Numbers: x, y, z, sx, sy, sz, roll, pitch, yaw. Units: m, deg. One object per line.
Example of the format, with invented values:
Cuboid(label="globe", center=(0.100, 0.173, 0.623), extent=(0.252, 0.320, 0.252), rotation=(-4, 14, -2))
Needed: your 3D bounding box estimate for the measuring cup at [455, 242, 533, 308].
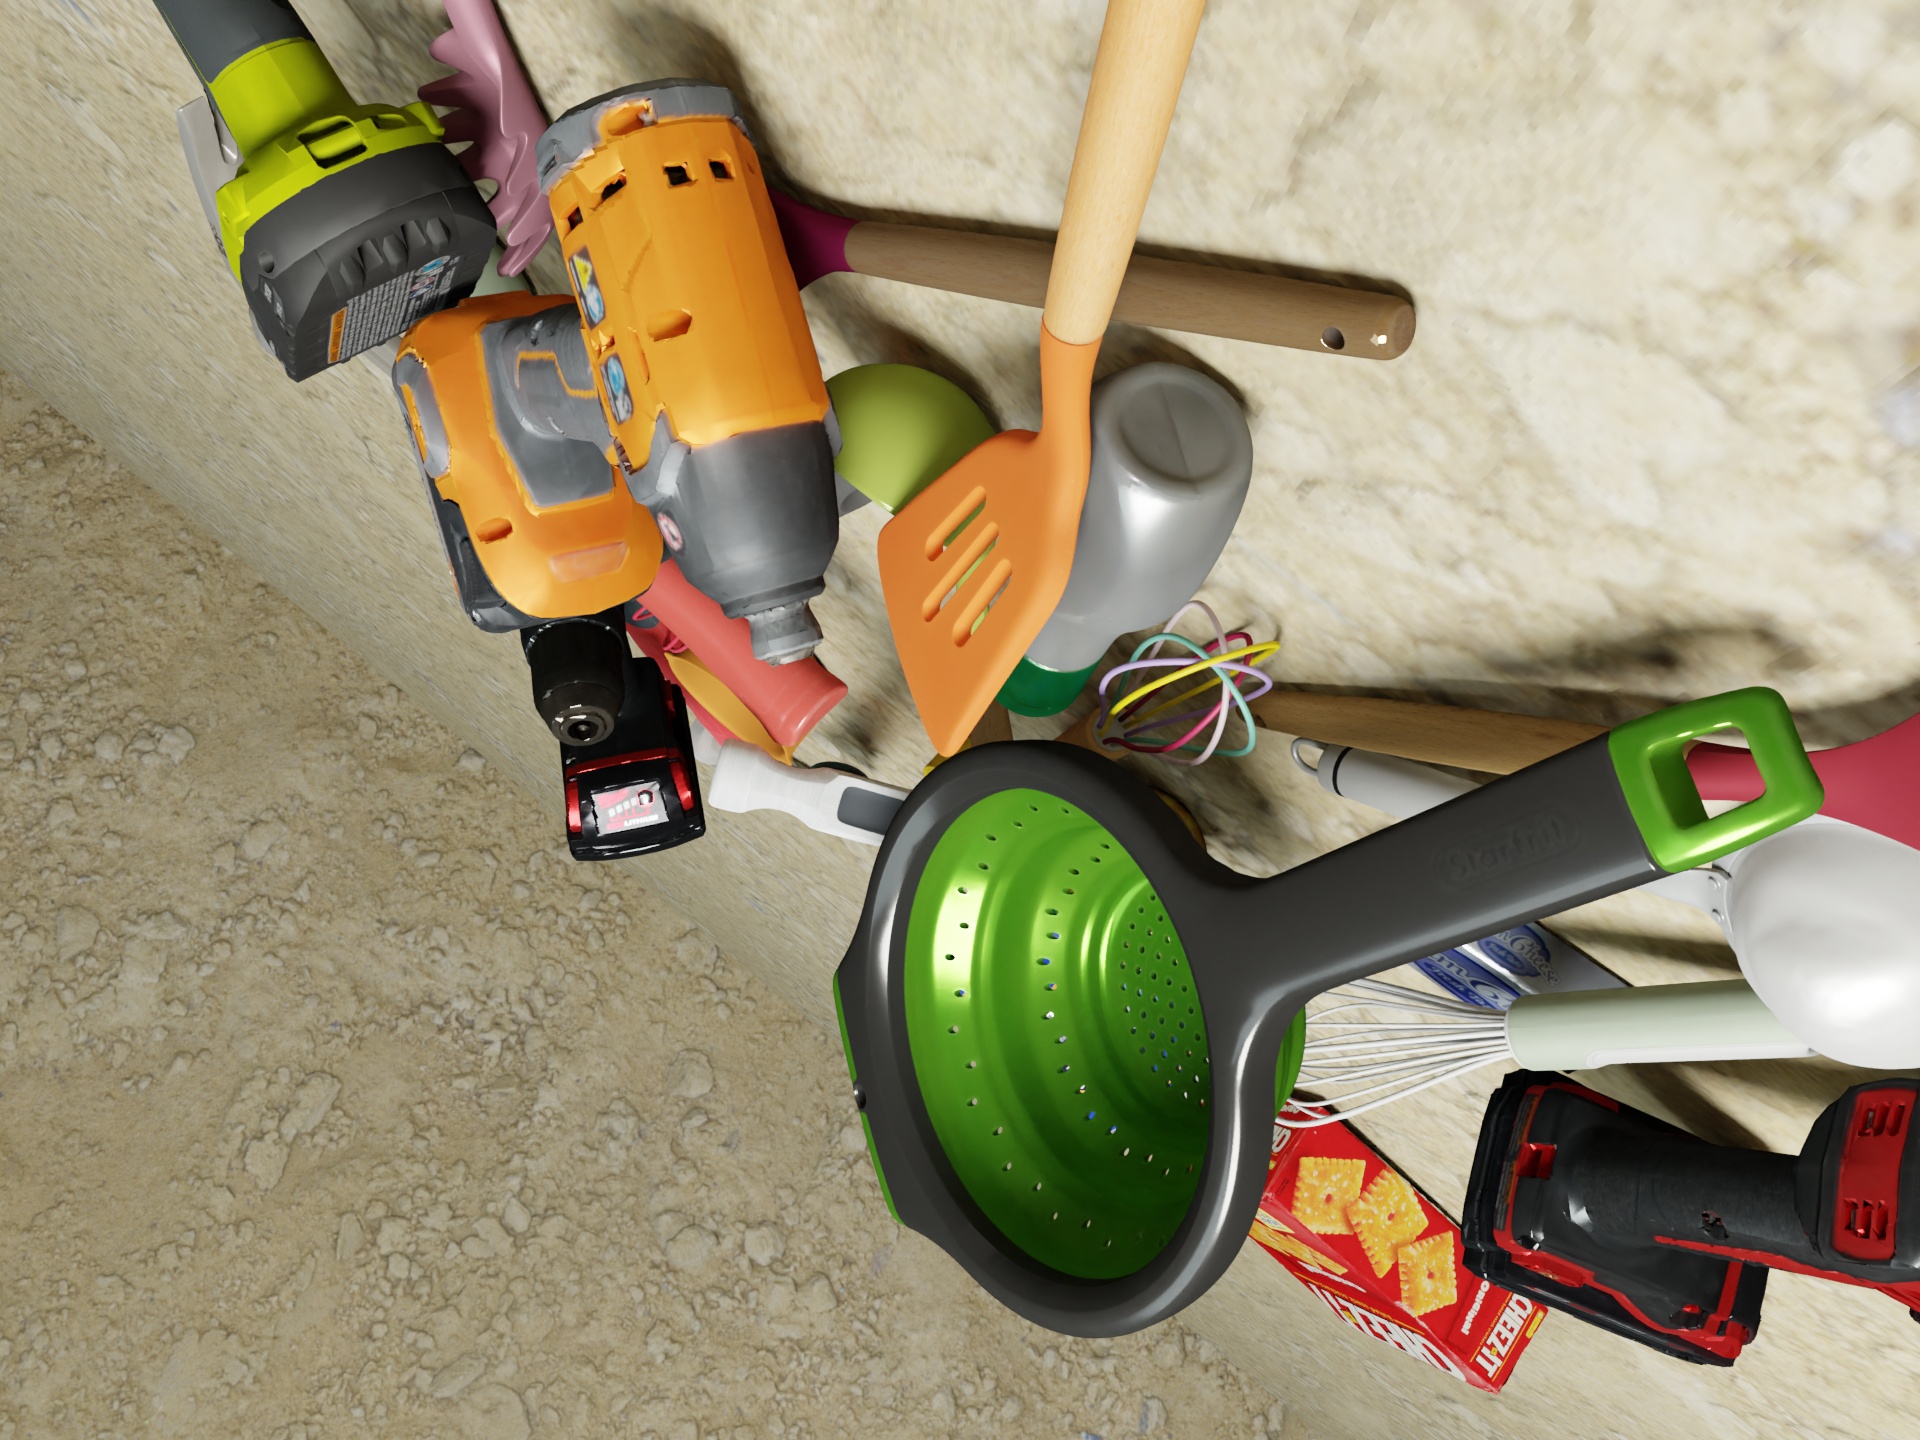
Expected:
Cuboid(label="measuring cup", center=(-0.191, -0.170, 0.716), extent=(0.167, 0.038, 0.083), rotation=(37, 163, 0))

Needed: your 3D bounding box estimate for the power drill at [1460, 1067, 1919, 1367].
Cuboid(label="power drill", center=(0.274, 0.163, 0.501), extent=(0.143, 0.079, 0.219), rotation=(24, 161, -11))

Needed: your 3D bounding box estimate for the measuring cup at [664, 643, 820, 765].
Cuboid(label="measuring cup", center=(-0.102, -0.030, 0.865), extent=(0.095, 0.052, 0.173), rotation=(43, 161, -10))

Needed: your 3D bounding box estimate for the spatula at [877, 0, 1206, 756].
Cuboid(label="spatula", center=(0.021, -0.103, 0.346), extent=(0.322, 0.041, 0.081), rotation=(104, 153, -59))

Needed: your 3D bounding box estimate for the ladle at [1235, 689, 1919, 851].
Cuboid(label="ladle", center=(0.174, 0.008, 0.421), extent=(0.069, 0.031, 0.315), rotation=(57, 160, -20))

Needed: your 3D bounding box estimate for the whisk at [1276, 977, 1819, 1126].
Cuboid(label="whisk", center=(0.184, 0.107, 0.536), extent=(0.057, 0.059, 0.246), rotation=(15, 159, -33))

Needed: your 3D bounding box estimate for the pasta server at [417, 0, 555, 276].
Cuboid(label="pasta server", center=(-0.164, -0.246, 0.462), extent=(0.060, 0.040, 0.316), rotation=(48, 165, 16))

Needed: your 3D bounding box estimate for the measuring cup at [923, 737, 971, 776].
Cuboid(label="measuring cup", center=(0.049, 0.052, 0.798), extent=(0.157, 0.029, 0.062), rotation=(26, 159, 30))

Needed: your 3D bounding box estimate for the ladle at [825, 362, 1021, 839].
Cuboid(label="ladle", center=(-0.001, -0.002, 0.614), extent=(0.078, 0.062, 0.319), rotation=(52, 162, 39))

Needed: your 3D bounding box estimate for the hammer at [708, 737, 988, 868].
Cuboid(label="hammer", center=(-0.057, 0.039, 0.815), extent=(0.128, 0.033, 0.331), rotation=(16, 178, -6))

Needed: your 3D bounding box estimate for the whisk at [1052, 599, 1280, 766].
Cuboid(label="whisk", center=(0.067, 0.001, 0.608), extent=(0.051, 0.047, 0.245), rotation=(43, 168, 0))

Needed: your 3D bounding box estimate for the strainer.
Cuboid(label="strainer", center=(0.190, 0.044, 0.457), extent=(0.259, 0.050, 0.086), rotation=(23, 141, 52))

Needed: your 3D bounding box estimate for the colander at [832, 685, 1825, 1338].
Cuboid(label="colander", center=(0.101, 0.076, 0.515), extent=(0.397, 0.094, 0.205), rotation=(-34, 67, 49))

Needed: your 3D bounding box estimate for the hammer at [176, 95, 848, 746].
Cuboid(label="hammer", center=(-0.192, -0.119, 0.686), extent=(0.359, 0.037, 0.149), rotation=(40, 153, 10))

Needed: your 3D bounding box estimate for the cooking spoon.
Cuboid(label="cooking spoon", center=(-0.011, -0.133, 0.457), extent=(0.319, 0.017, 0.068), rotation=(24, 142, 42))

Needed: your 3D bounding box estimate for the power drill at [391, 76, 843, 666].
Cuboid(label="power drill", center=(-0.114, -0.090, 0.530), extent=(0.226, 0.084, 0.164), rotation=(-8, 99, 59))

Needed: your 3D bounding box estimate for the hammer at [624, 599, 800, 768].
Cuboid(label="hammer", center=(-0.196, -0.067, 0.990), extent=(0.143, 0.038, 0.385), rotation=(25, 158, 37))

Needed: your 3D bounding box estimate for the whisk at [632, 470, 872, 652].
Cuboid(label="whisk", center=(-0.088, -0.080, 0.699), extent=(0.073, 0.073, 0.296), rotation=(44, 158, -14))

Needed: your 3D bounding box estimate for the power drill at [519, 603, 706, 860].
Cuboid(label="power drill", center=(-0.196, -0.015, 0.866), extent=(0.226, 0.080, 0.188), rotation=(88, 168, -50))

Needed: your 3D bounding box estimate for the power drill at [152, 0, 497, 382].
Cuboid(label="power drill", center=(-0.257, -0.240, 0.549), extent=(0.223, 0.080, 0.171), rotation=(61, 160, -11))
